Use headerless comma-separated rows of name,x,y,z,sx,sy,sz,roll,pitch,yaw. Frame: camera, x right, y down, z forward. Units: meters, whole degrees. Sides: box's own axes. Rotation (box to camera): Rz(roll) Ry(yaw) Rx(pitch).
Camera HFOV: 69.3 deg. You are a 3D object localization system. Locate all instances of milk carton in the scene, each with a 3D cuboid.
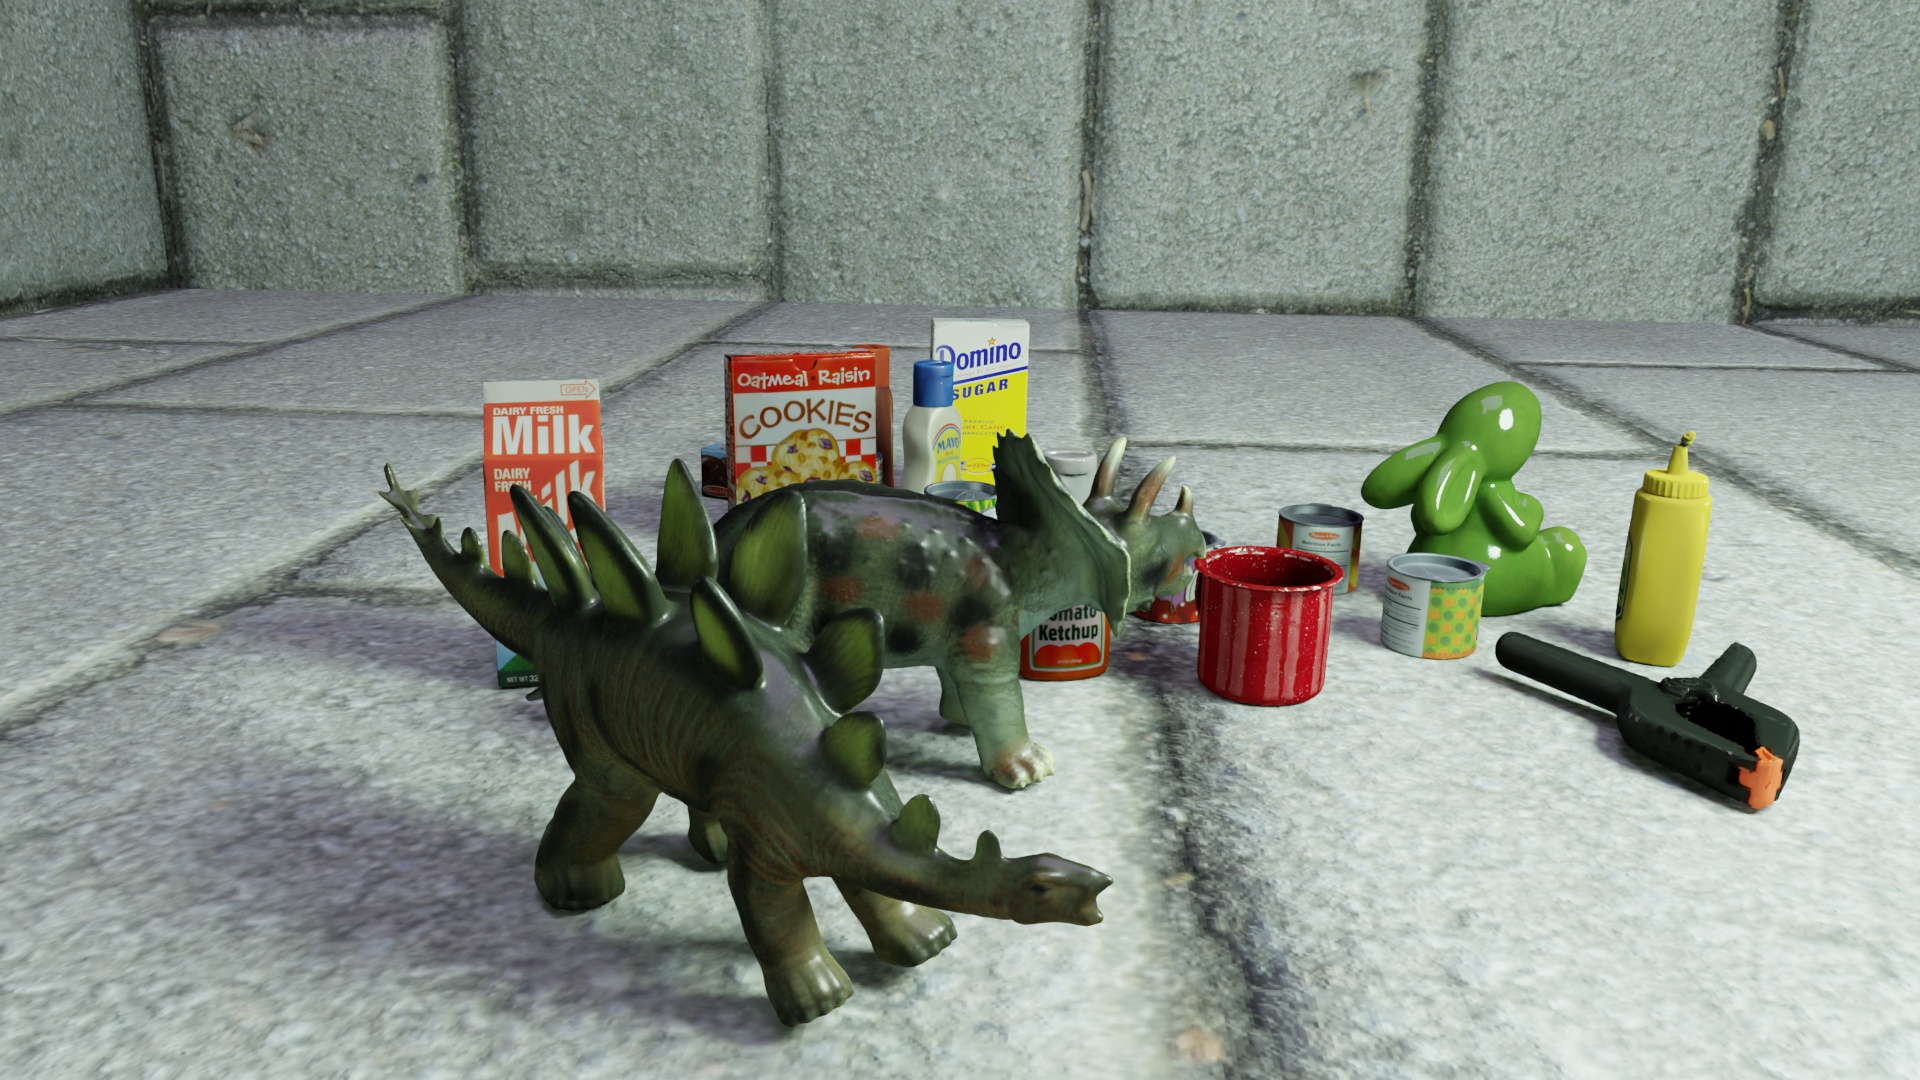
milk carton,-0.263,-0.008,0.889,0.072,0.190,0.073,-3,16,-14

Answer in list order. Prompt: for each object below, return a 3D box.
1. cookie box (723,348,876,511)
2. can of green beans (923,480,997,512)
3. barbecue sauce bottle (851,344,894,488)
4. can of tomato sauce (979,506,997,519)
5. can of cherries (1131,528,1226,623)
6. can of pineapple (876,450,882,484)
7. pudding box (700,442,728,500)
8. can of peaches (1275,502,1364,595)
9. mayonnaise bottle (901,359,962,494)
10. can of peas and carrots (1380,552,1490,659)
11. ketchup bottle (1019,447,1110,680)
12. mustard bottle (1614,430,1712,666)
cookie box,-0.133,-0.076,1.171,0.123,0.167,0.040,-5,17,-20
can of green beans,0.002,-0.015,1.164,0.071,0.057,0.071,1,16,0
barbecue sauce bottle,-0.087,-0.113,1.335,0.044,0.148,0.065,-5,17,-20
can of tomato sauce,0.046,0.022,0.993,0.071,0.082,0.071,1,16,0
can of cherries,0.160,0.025,1.033,0.071,0.058,0.072,1,16,0
can of pineapple,-0.107,-0.052,1.285,0.071,0.057,0.071,1,16,0
pudding box,-0.208,-0.064,1.337,0.084,0.049,0.030,9,18,26
can of peaches,0.285,0.006,1.106,0.071,0.058,0.071,1,16,0
mayonnaise bottle,-0.025,-0.086,1.247,0.041,0.147,0.065,13,20,37
can of peas and carrots,0.332,0.045,0.973,0.071,0.058,0.071,1,16,0
ketchup bottle,0.067,0.015,0.901,0.065,0.148,0.043,-2,16,-10
mustard bottle,0.479,0.003,0.945,0.049,0.159,0.065,7,17,22
